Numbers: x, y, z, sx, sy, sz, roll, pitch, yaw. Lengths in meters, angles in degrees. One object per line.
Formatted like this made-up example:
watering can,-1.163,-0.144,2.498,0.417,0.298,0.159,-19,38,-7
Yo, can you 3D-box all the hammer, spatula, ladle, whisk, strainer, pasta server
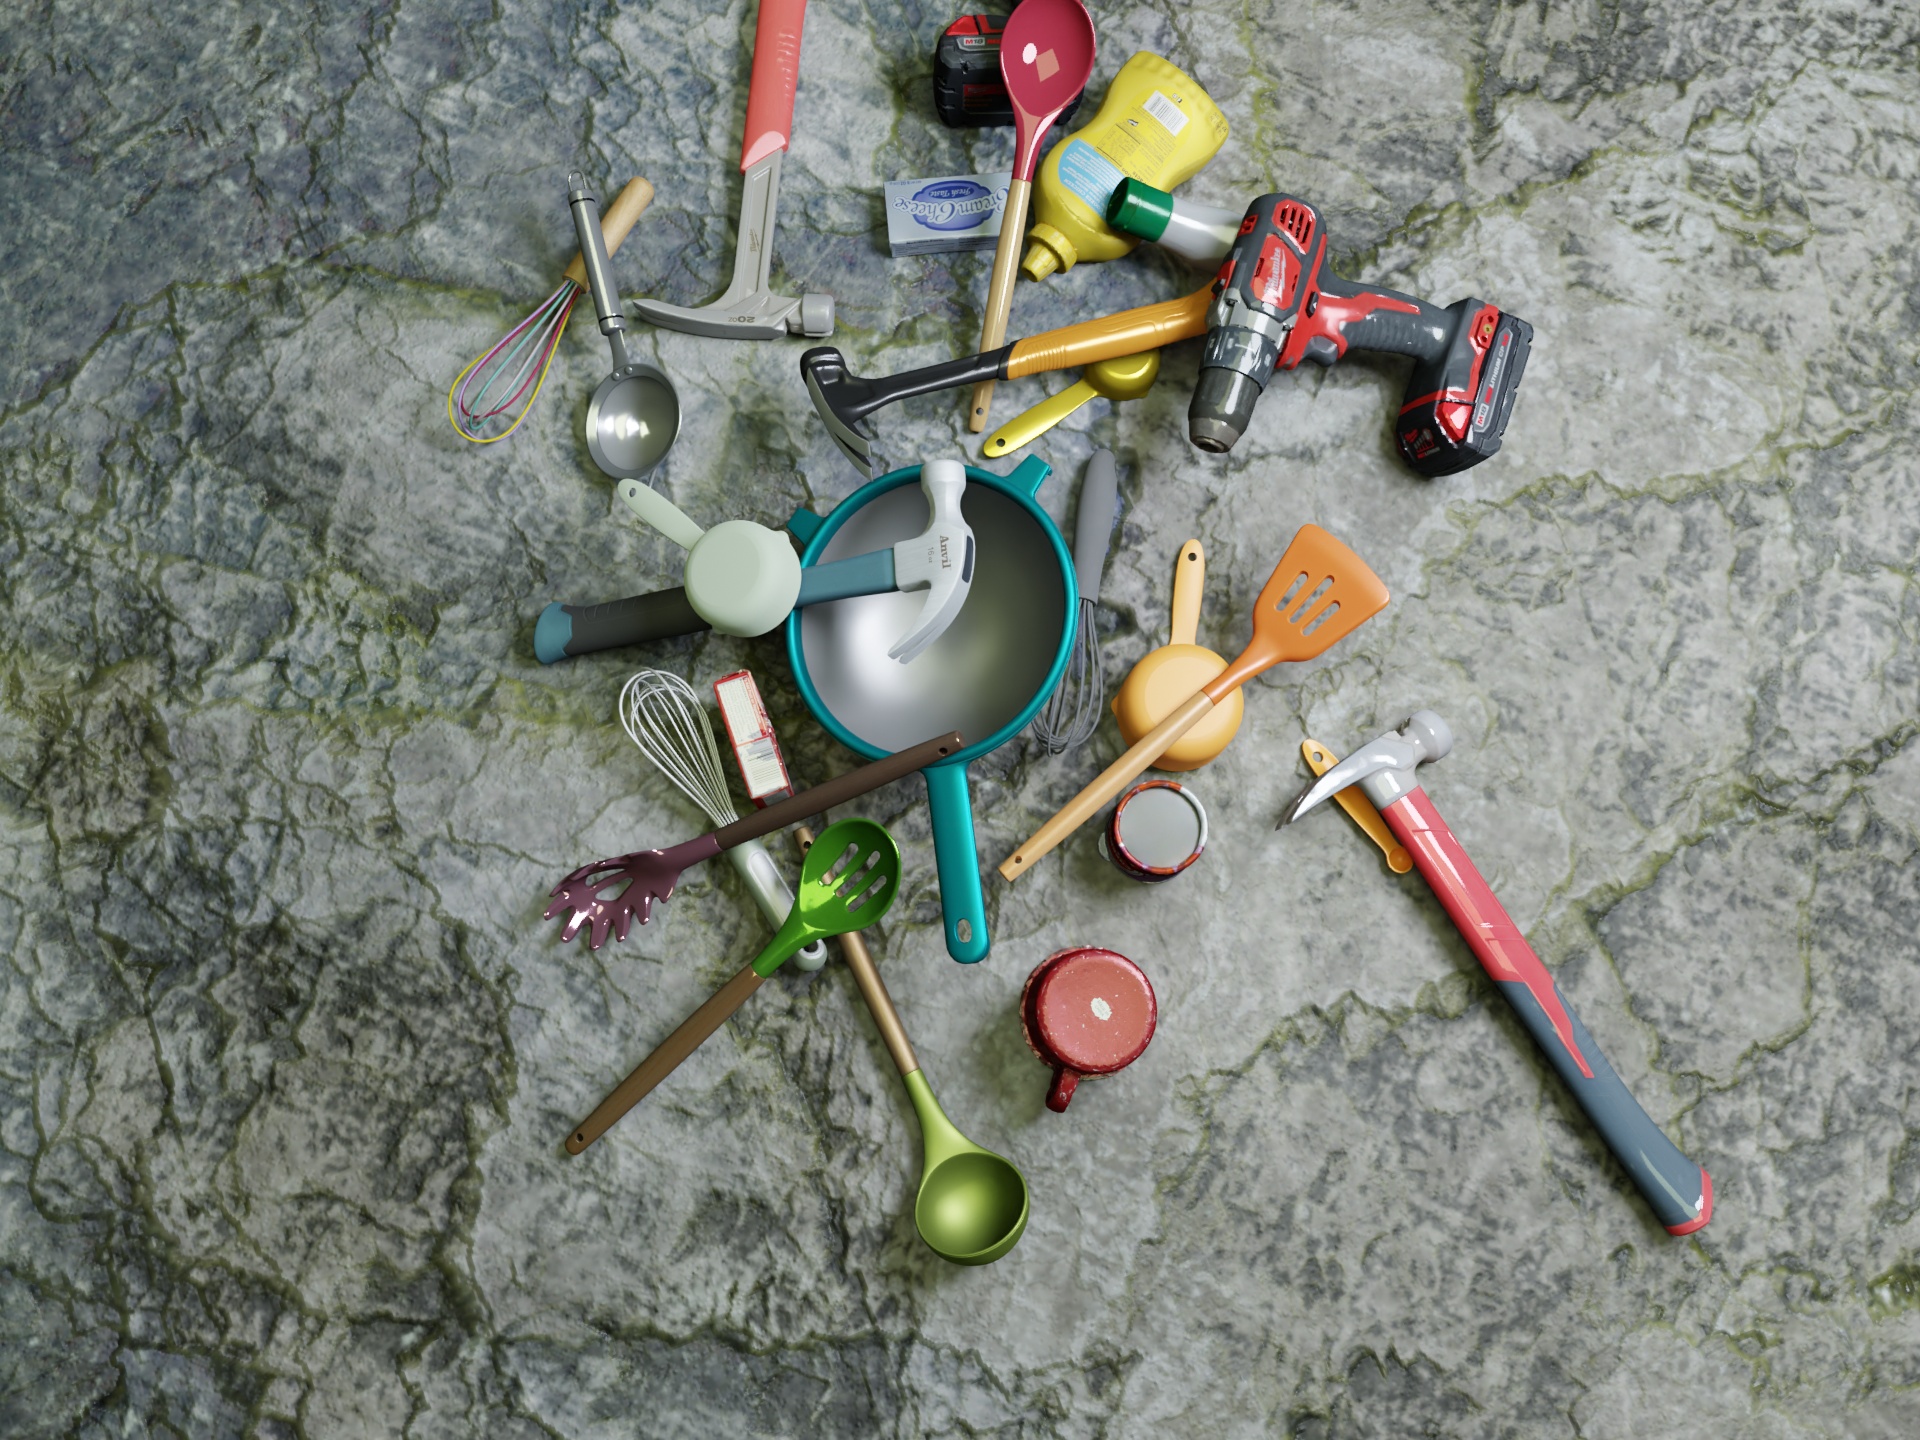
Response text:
hammer,-0.148,-0.086,1.096,0.331,0.033,0.128,-9,78,19
hammer,-0.157,-0.467,1.225,0.149,0.036,0.359,5,79,0
spatula,0.149,-0.003,1.080,0.322,0.041,0.081,-41,71,-6
ladle,-0.045,0.214,1.082,0.078,0.062,0.320,-24,77,-8
hammer,0.062,-0.259,1.134,0.337,0.034,0.127,-17,48,-12
whisk,-0.164,0.068,1.115,0.058,0.059,0.246,-29,84,-34
strainer,-0.002,-0.004,1.099,0.211,0.095,0.340,-10,80,18
whisk,0.086,-0.088,1.147,0.055,0.055,0.239,9,74,1
strainer,-0.252,-0.282,1.169,0.087,0.050,0.258,-15,87,24
hammer,0.375,0.186,1.090,0.143,0.038,0.386,-30,82,-18
whisk,-0.304,-0.312,1.191,0.047,0.051,0.245,28,77,10
ladle,0.041,-0.369,1.167,0.069,0.031,0.315,11,98,0
pasta server,-0.140,0.075,1.070,0.316,0.040,0.060,-23,116,15

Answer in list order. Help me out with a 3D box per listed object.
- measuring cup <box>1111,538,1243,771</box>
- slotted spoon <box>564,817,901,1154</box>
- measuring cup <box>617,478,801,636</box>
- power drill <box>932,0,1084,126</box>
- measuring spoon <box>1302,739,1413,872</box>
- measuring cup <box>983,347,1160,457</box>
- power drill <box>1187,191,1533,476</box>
measuring cup,0.162,-0.052,1.136,0.095,0.052,0.174,7,81,1
slotted spoon,-0.155,0.183,1.067,0.314,0.031,0.070,-44,75,6
measuring cup,-0.182,-0.122,1.075,0.168,0.038,0.083,37,94,20
power drill,0.028,-0.578,1.231,0.143,0.078,0.220,-1,76,-1
measuring spoon,0.282,0.061,1.139,0.021,0.011,0.117,-33,77,-17
measuring cup,0.082,-0.244,1.185,0.156,0.029,0.062,-35,81,-10
power drill,0.275,-0.249,1.134,0.226,0.080,0.188,21,82,-13
